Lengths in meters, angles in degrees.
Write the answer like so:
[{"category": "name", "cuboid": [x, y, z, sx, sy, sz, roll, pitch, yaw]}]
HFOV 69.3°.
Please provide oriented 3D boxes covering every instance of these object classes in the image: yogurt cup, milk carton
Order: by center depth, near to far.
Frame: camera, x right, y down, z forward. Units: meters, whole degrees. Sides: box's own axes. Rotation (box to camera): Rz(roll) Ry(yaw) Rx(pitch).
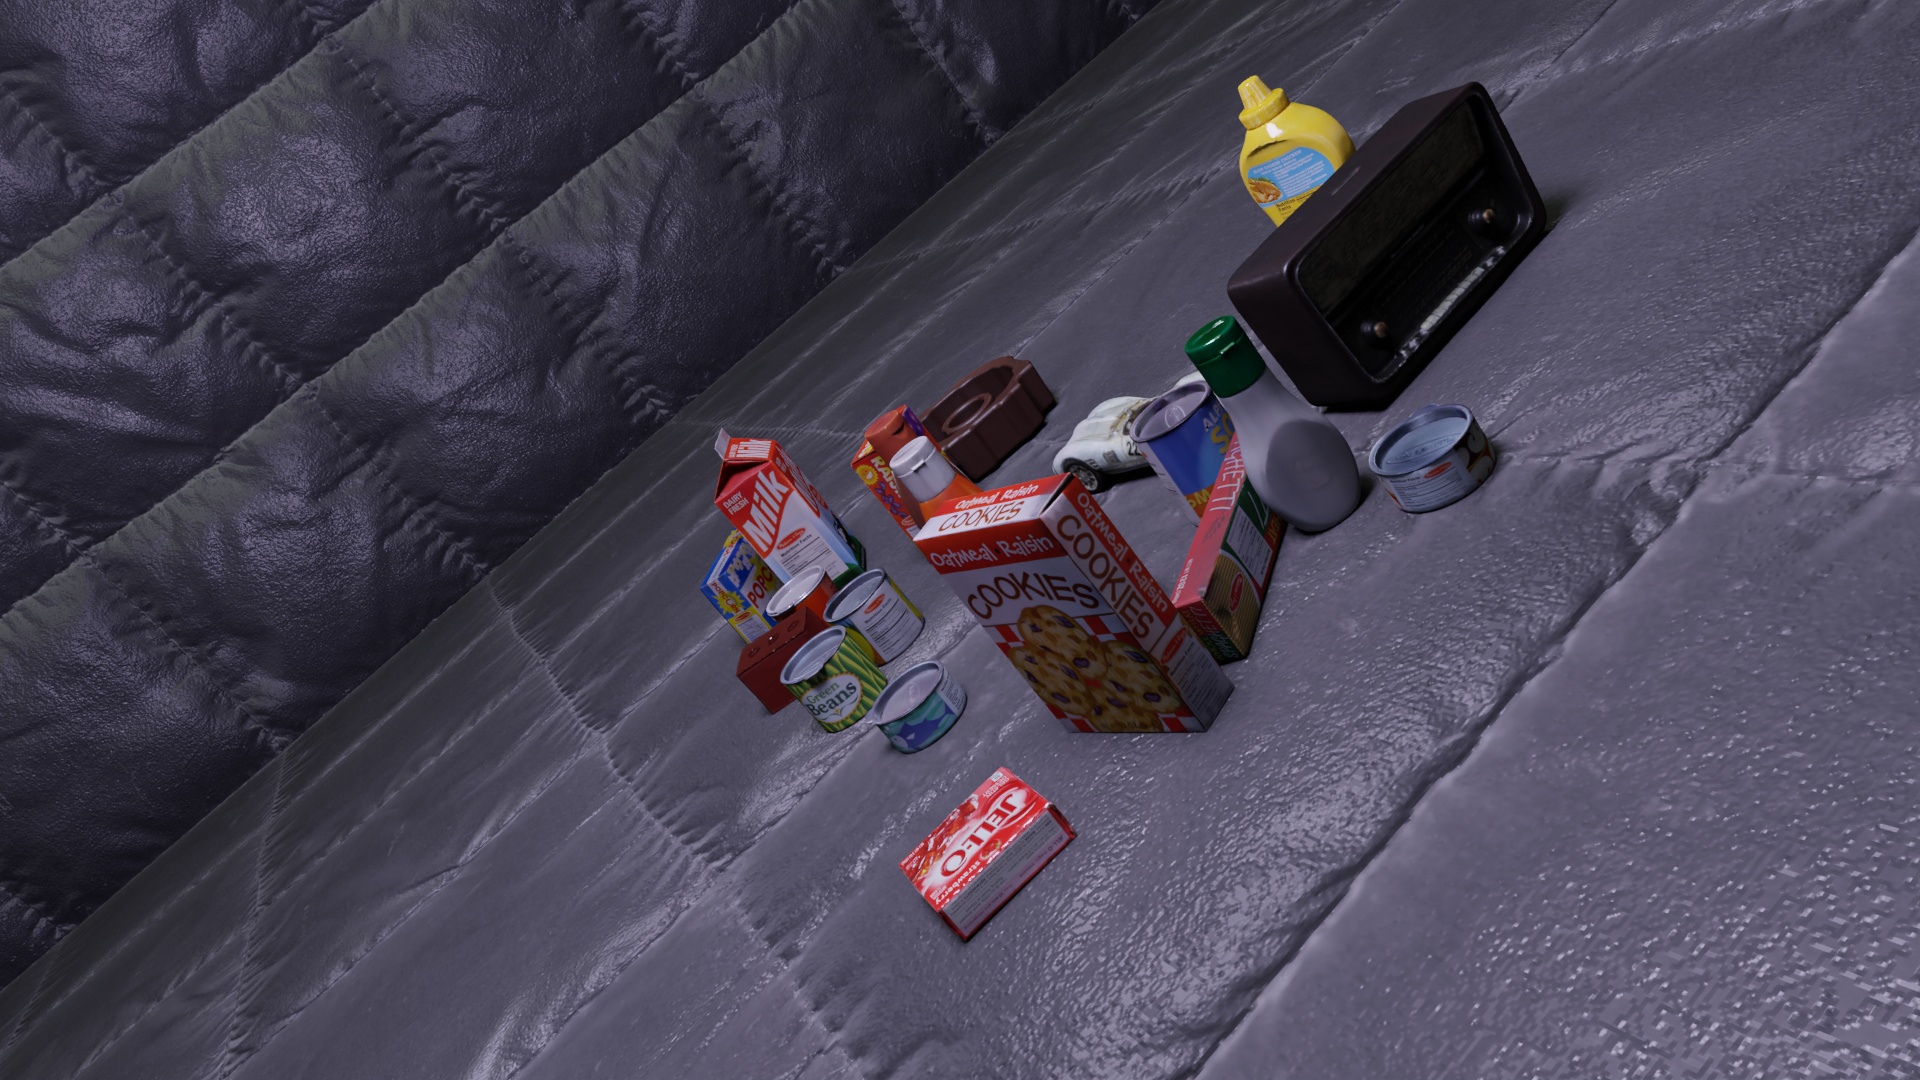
[{"category": "yogurt cup", "cuboid": [-0.139, 0.064, 1.302, 0.072, 0.054, 0.073, -34, 20, 14]}, {"category": "milk carton", "cuboid": [-0.179, -0.029, 1.377, 0.073, 0.190, 0.072, -36, 19, 8]}]

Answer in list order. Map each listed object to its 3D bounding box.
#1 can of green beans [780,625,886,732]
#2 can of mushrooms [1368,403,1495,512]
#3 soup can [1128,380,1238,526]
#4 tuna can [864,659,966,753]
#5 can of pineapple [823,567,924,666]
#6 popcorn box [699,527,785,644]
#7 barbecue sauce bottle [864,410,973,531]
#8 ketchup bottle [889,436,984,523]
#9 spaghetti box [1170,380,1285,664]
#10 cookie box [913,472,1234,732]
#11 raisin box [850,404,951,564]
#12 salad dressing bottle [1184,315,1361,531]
[{"category": "can of green beans", "cuboid": [-0.102, 0.112, 1.120, 0.071, 0.057, 0.071, -34, 20, 14]}, {"category": "can of mushrooms", "cuboid": [0.284, -0.051, 0.835, 0.071, 0.033, 0.071, -34, 20, 14]}, {"category": "soup can", "cuboid": [0.172, -0.062, 0.985, 0.071, 0.083, 0.071, -34, 19, 14]}, {"category": "tuna can", "cuboid": [-0.032, 0.122, 1.011, 0.071, 0.032, 0.071, -34, 20, 14]}, {"category": "can of pineapple", "cuboid": [-0.073, 0.065, 1.175, 0.071, 0.057, 0.071, -34, 20, 14]}, {"category": "popcorn box", "cuboid": [-0.214, 0.041, 1.442, 0.038, 0.085, 0.127, -30, 20, 23]}, {"category": "barbecue sauce bottle", "cuboid": [-0.024, -0.045, 1.199, 0.043, 0.148, 0.065, -11, 33, 54]}, {"category": "ketchup bottle", "cuboid": [0.004, -0.014, 1.077, 0.065, 0.148, 0.043, -38, 19, 2]}, {"category": "spaghetti box", "cuboid": [0.188, -0.019, 0.909, 0.028, 0.050, 0.251, -24, 24, 37]}, {"category": "cookie box", "cuboid": [0.065, 0.041, 0.815, 0.122, 0.167, 0.040, -11, 33, 54]}, {"category": "raisin box", "cuboid": [-0.039, -0.052, 1.281, 0.040, 0.123, 0.086, -27, 22, 32]}, {"category": "salad dressing bottle", "cuboid": [0.195, -0.073, 0.871, 0.064, 0.147, 0.044, -38, 19, 1]}]
